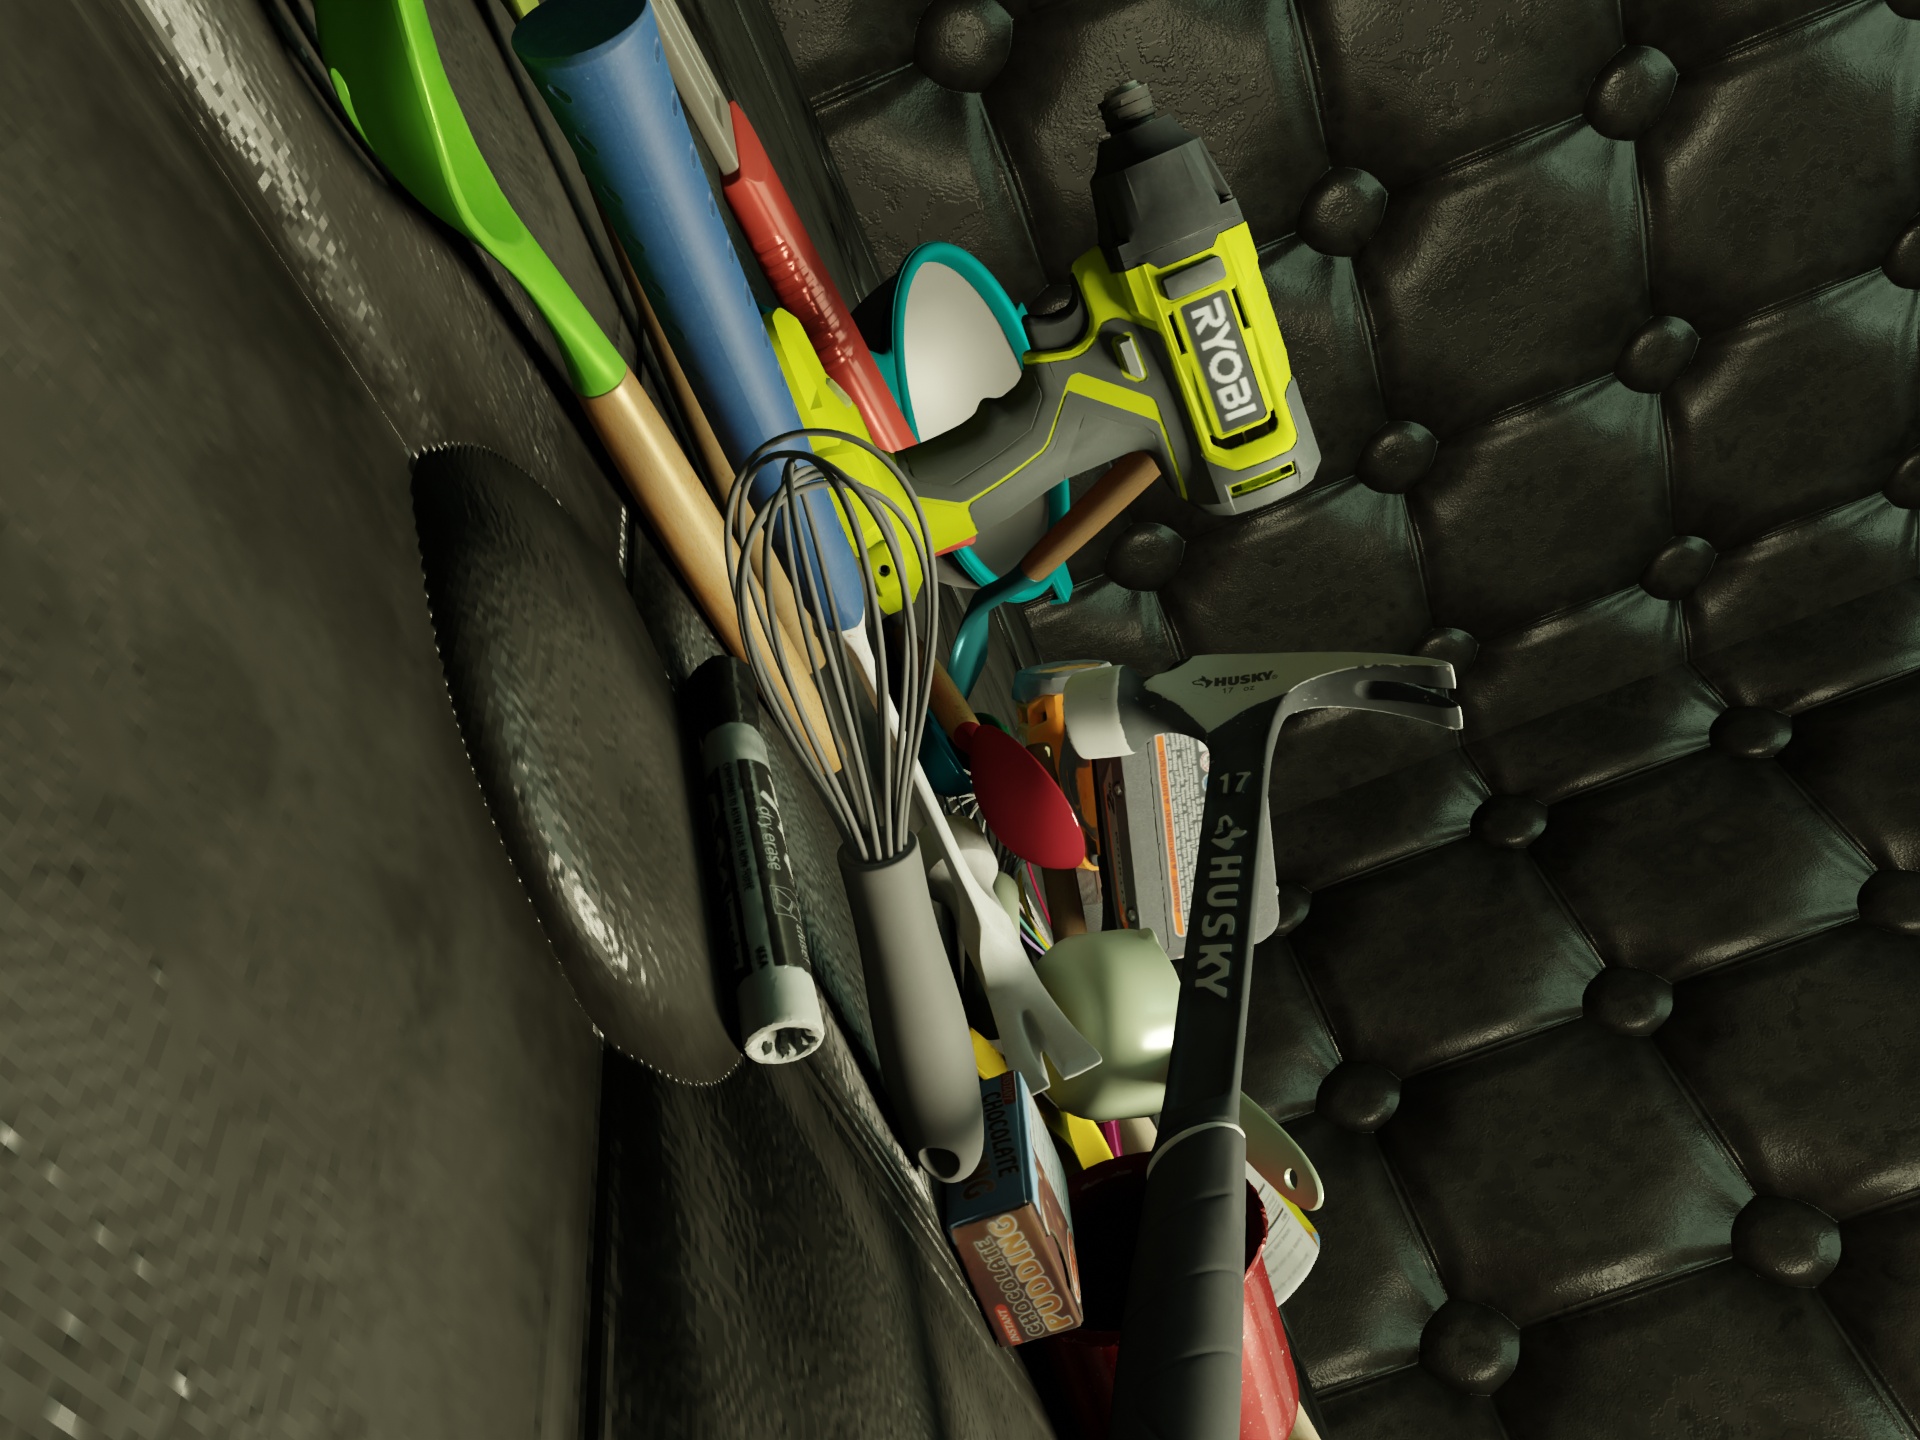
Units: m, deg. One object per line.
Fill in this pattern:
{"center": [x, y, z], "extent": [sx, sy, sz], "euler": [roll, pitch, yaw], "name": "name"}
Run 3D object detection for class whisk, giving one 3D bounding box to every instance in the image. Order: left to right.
{"center": [-0.019, 0.036, 0.436], "extent": [0.055, 0.055, 0.238], "euler": [-100, 180, -62], "name": "whisk"}
{"center": [0.015, 0.080, 0.767], "extent": [0.057, 0.059, 0.246], "euler": [30, 20, -10], "name": "whisk"}
{"center": [0.070, 0.149, 1.031], "extent": [0.244, 0.051, 0.047], "euler": [67, -1, -49], "name": "whisk"}

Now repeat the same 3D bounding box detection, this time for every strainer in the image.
{"center": [-0.052, -0.167, 0.881], "extent": [0.340, 0.095, 0.211], "euler": [3, 77, -61], "name": "strainer"}

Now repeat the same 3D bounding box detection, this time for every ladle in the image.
{"center": [-0.097, -0.163, 0.532], "extent": [0.078, 0.062, 0.320], "euler": [-105, 175, -70], "name": "ladle"}
{"center": [-0.001, -0.002, 0.771], "extent": [0.069, 0.031, 0.316], "euler": [66, -4, -21], "name": "ladle"}

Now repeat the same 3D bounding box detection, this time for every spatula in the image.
{"center": [0.060, -0.084, 0.800], "extent": [0.044, 0.317, 0.082], "euler": [36, 50, -10], "name": "spatula"}

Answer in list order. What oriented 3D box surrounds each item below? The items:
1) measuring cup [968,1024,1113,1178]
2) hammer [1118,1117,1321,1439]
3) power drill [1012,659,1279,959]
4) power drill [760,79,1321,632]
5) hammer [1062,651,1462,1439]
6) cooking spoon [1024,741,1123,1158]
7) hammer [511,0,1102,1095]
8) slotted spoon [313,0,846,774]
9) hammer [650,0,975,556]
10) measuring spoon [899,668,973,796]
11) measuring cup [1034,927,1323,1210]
{"center": [0.022, 0.165, 0.649], "extent": [0.156, 0.029, 0.062], "euler": [49, 16, -37], "name": "measuring cup"}
{"center": [0.131, 0.296, 0.778], "extent": [0.411, 0.038, 0.146], "euler": [-120, -172, -67], "name": "hammer"}
{"center": [0.086, 0.066, 0.833], "extent": [0.226, 0.084, 0.185], "euler": [-157, -120, -76], "name": "power drill"}
{"center": [0.016, -0.141, 0.651], "extent": [0.080, 0.223, 0.171], "euler": [-95, 163, -72], "name": "power drill"}
{"center": [0.078, 0.114, 0.475], "extent": [0.409, 0.149, 0.036], "euler": [-74, 149, -46], "name": "hammer"}
{"center": [0.064, 0.168, 0.770], "extent": [0.068, 0.017, 0.319], "euler": [79, 2, -84], "name": "cooking spoon"}
{"center": [-0.033, -0.026, 0.507], "extent": [0.144, 0.035, 0.405], "euler": [-118, -176, -45], "name": "hammer"}
{"center": [-0.087, -0.073, 0.434], "extent": [0.313, 0.031, 0.070], "euler": [65, 3, -51], "name": "slotted spoon"}
{"center": [-0.083, -0.224, 0.705], "extent": [0.358, 0.037, 0.149], "euler": [60, 24, -31], "name": "hammer"}
{"center": [-0.023, 0.005, 0.834], "extent": [0.042, 0.021, 0.129], "euler": [55, 3, -28], "name": "measuring spoon"}
{"center": [0.074, 0.136, 0.601], "extent": [0.168, 0.038, 0.083], "euler": [36, -59, 59], "name": "measuring cup"}
